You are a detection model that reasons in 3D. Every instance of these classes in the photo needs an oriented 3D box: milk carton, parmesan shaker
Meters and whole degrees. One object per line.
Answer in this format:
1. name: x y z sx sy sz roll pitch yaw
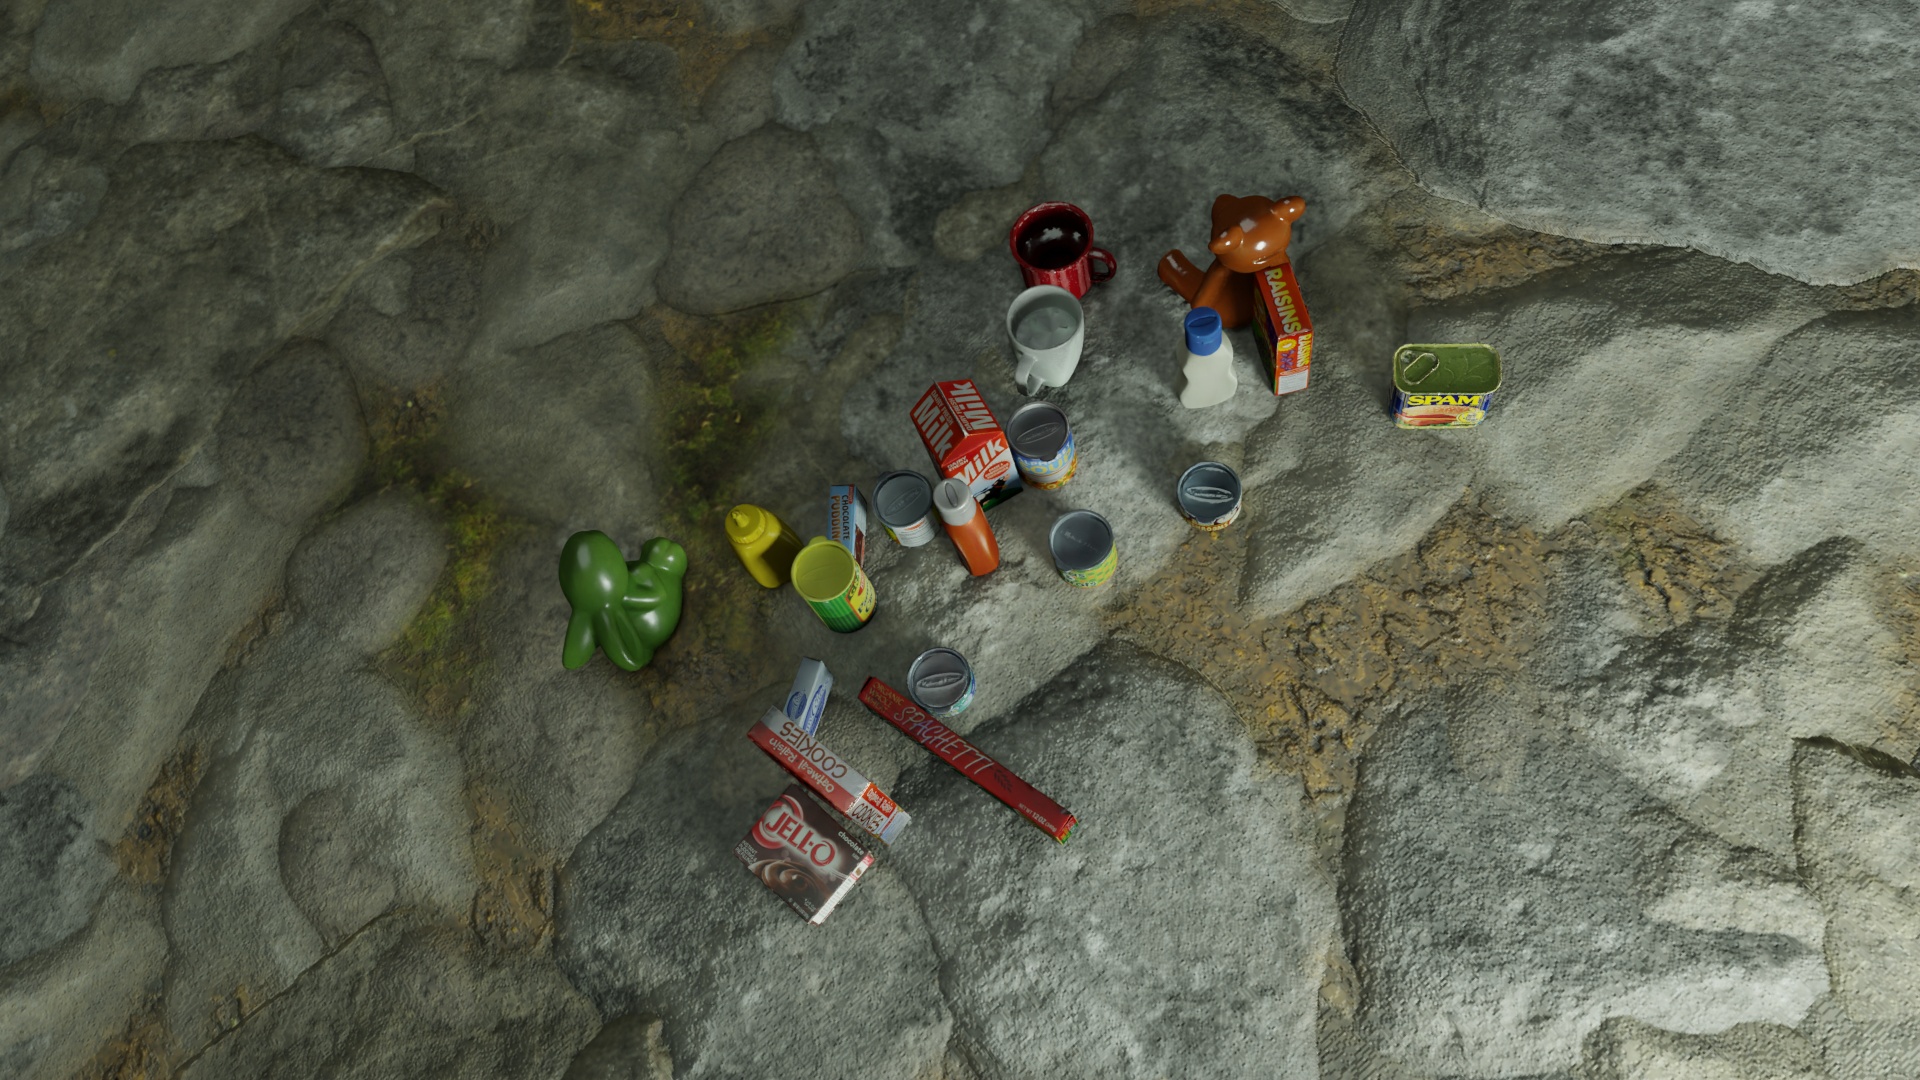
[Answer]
1. milk carton: 0.005 -0.097 1.413 0.073 0.190 0.072 -30 65 -2
2. parmesan shaker: -0.128 0.046 1.426 0.071 0.102 0.071 -4 67 10

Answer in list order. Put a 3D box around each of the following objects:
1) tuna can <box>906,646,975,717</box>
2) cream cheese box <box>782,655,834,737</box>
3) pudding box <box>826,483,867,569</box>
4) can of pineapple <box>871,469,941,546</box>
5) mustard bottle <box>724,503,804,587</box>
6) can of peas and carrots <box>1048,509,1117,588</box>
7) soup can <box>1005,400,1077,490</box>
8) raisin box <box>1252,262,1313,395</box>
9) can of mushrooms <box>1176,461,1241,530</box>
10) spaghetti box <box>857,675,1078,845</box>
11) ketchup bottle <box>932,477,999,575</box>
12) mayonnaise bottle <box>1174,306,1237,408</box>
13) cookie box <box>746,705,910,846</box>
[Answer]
1. tuna can: -0.019 0.146 1.401 0.071 0.032 0.071 -4 67 9
2. cream cheese box: -0.160 0.174 1.405 0.024 0.053 0.104 13 71 16
3. pudding box: -0.121 -0.013 1.479 0.030 0.049 0.084 -3 67 10
4. can of pineapple: -0.056 -0.035 1.471 0.071 0.057 0.071 -4 67 10
5. mustard bottle: -0.207 -0.002 1.431 0.065 0.159 0.049 -41 66 -7
6. can of peas and carrots: 0.124 0.012 1.416 0.071 0.058 0.071 -4 67 10
7. soup can: 0.087 -0.096 1.455 0.071 0.083 0.071 -4 67 10
8. raisin box: 0.333 -0.217 1.436 0.040 0.123 0.086 -14 66 5
9. can of mushrooms: 0.255 -0.043 1.427 0.071 0.033 0.071 -4 67 9
10. spaghetti box: 0.004 0.213 1.359 0.250 0.050 0.029 32 77 21
11. ketchup bottle: 0.005 -0.018 1.402 0.043 0.148 0.065 -22 65 2
12. mayonnaise bottle: 0.251 -0.187 1.426 0.065 0.147 0.041 -15 66 5
13. cookie box: -0.122 0.226 1.314 0.123 0.167 0.040 34 78 22
